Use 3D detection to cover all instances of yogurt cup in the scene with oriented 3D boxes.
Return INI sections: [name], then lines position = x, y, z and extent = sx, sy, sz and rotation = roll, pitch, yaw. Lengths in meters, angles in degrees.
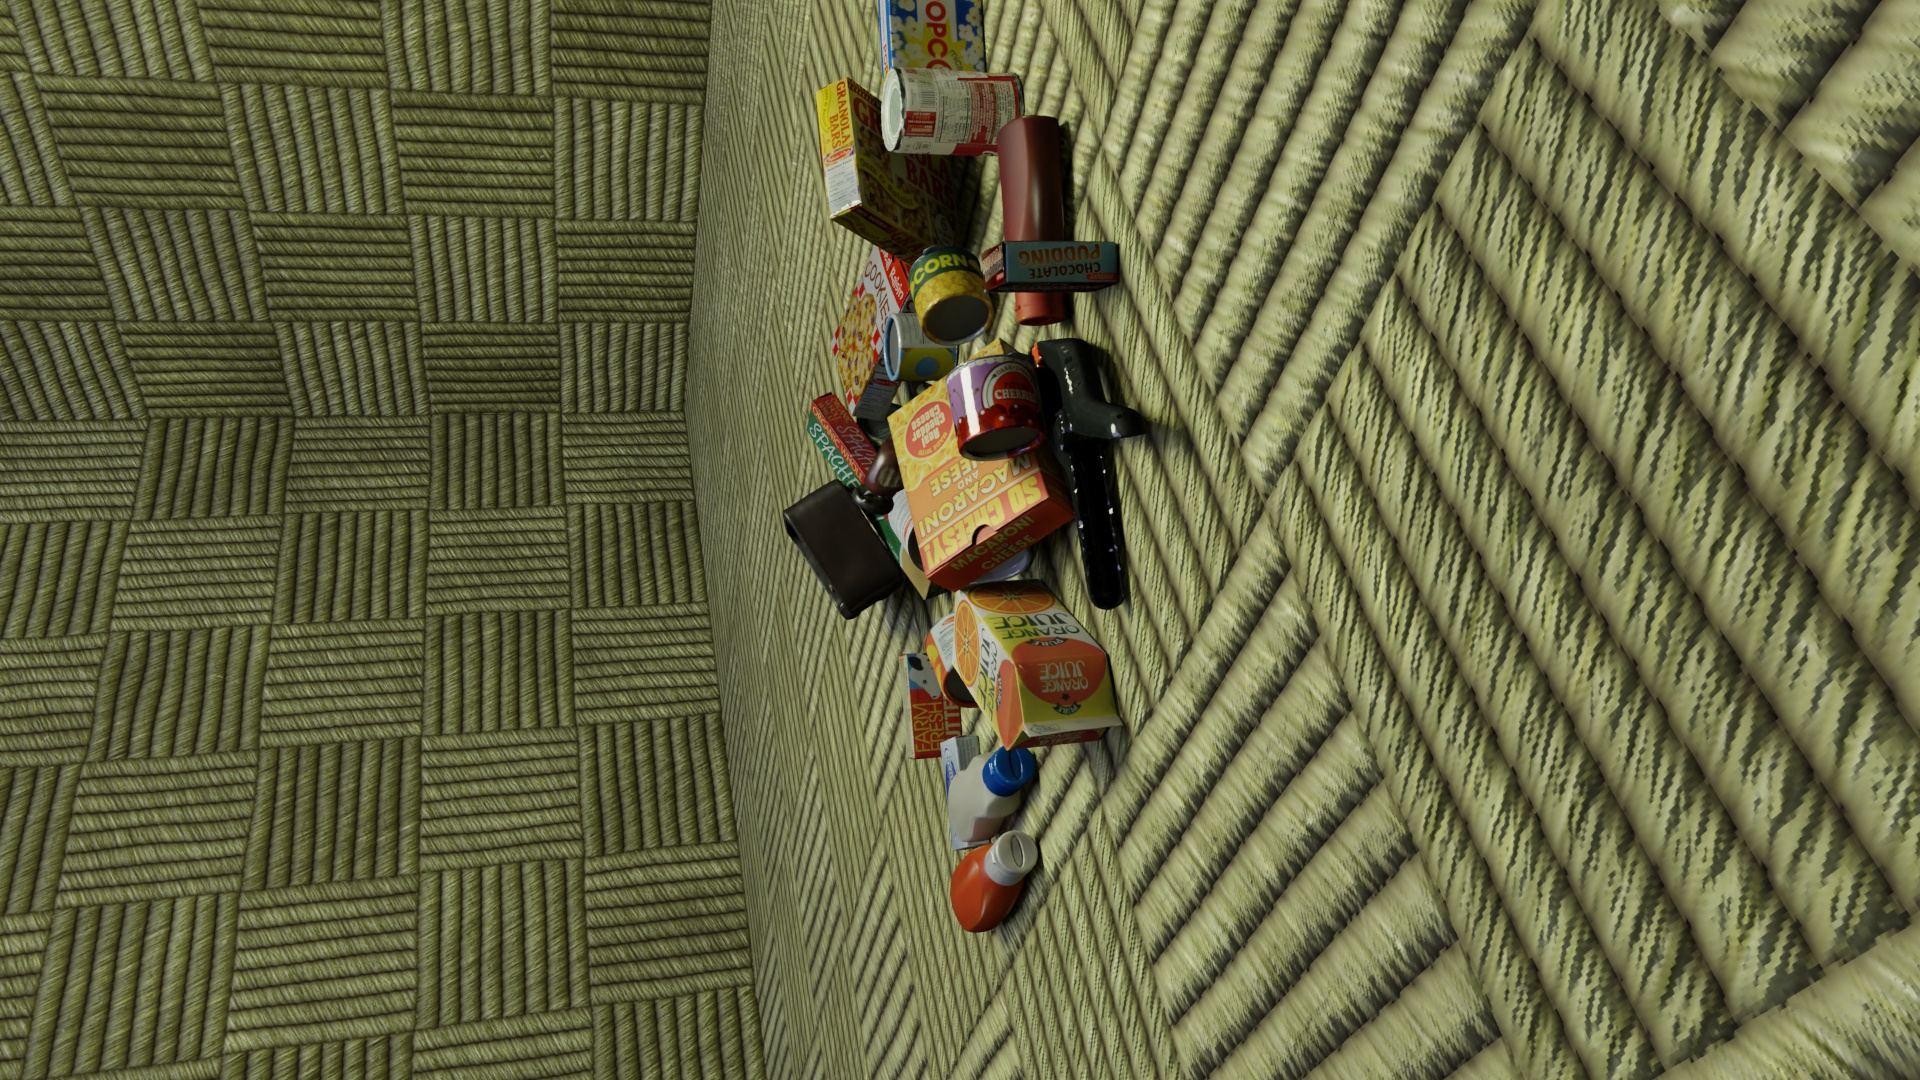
[yogurt cup]
position = 0.023, -0.005, 1.145
extent = 0.072, 0.072, 0.054
rotation = 111, 159, -54

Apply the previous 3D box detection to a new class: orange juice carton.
[orange juice carton]
position = 0.054, 0.097, 1.037
extent = 0.193, 0.072, 0.072
rotation = -129, 39, -64

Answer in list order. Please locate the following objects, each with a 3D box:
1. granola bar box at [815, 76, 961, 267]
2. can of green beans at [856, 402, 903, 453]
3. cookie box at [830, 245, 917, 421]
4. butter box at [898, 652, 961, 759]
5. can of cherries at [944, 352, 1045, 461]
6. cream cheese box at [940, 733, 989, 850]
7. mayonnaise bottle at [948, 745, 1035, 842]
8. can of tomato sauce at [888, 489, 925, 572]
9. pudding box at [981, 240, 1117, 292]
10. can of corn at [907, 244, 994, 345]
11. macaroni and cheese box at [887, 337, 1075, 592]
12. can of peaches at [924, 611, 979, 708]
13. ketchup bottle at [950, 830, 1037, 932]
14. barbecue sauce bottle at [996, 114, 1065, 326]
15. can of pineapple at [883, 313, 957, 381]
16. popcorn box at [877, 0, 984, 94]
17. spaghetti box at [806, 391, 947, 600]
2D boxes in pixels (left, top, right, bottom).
[granola bar box]
position = -0.062, -0.320, 1.240
extent = 0.039, 0.165, 0.124
rotation = -15, 73, 29
[can of green beans]
position = -0.081, -0.104, 1.475
extent = 0.071, 0.071, 0.057
rotation = -108, 22, -43
[cookie box]
position = -0.079, -0.227, 1.434
extent = 0.166, 0.040, 0.123
rotation = -60, 34, 36
[butter box]
position = -0.029, 0.161, 1.358
extent = 0.024, 0.053, 0.103
rotation = 157, 109, -69
[can of cherries]
position = 0.027, -0.097, 1.019
extent = 0.071, 0.071, 0.058
rotation = 126, 137, -64
[cream cheese box]
position = 0.004, 0.237, 1.308
extent = 0.053, 0.024, 0.104
rotation = 136, 130, -67
[mayonnaise bottle]
position = 0.027, 0.215, 1.202
extent = 0.147, 0.041, 0.065
rotation = 121, 142, -60
[can of tomato sauce]
position = -0.025, -0.013, 1.306
extent = 0.083, 0.071, 0.071
rotation = -127, 38, -63
[pudding box]
position = 0.060, -0.188, 0.954
extent = 0.049, 0.084, 0.030
rotation = -172, 80, -73
[can of corn]
position = -0.009, -0.214, 1.212
extent = 0.070, 0.071, 0.058
rotation = 109, 153, -50
[macaroni and cheese box]
position = 0.012, -0.060, 1.096
extent = 0.123, 0.040, 0.167
rotation = -33, 51, 24
[can of peaches]
position = 0.009, 0.104, 1.204
extent = 0.058, 0.071, 0.071
rotation = -116, 29, -53
[ketchup bottle]
position = 0.028, 0.290, 1.198
extent = 0.148, 0.043, 0.065
rotation = 116, 147, -57
[barbecue sauce bottle]
position = 0.055, -0.237, 1.039
extent = 0.065, 0.044, 0.148
rotation = 166, 101, -73
[can of pineapple]
position = -0.039, -0.185, 1.337
extent = 0.071, 0.058, 0.071
rotation = 179, 89, -74
[popcorn box]
position = -0.024, -0.417, 1.207
extent = 0.038, 0.085, 0.126
rotation = 167, 101, -72
[spaghetti box]
position = -0.085, -0.048, 1.415
extent = 0.251, 0.029, 0.049
rotation = 54, 148, 26
